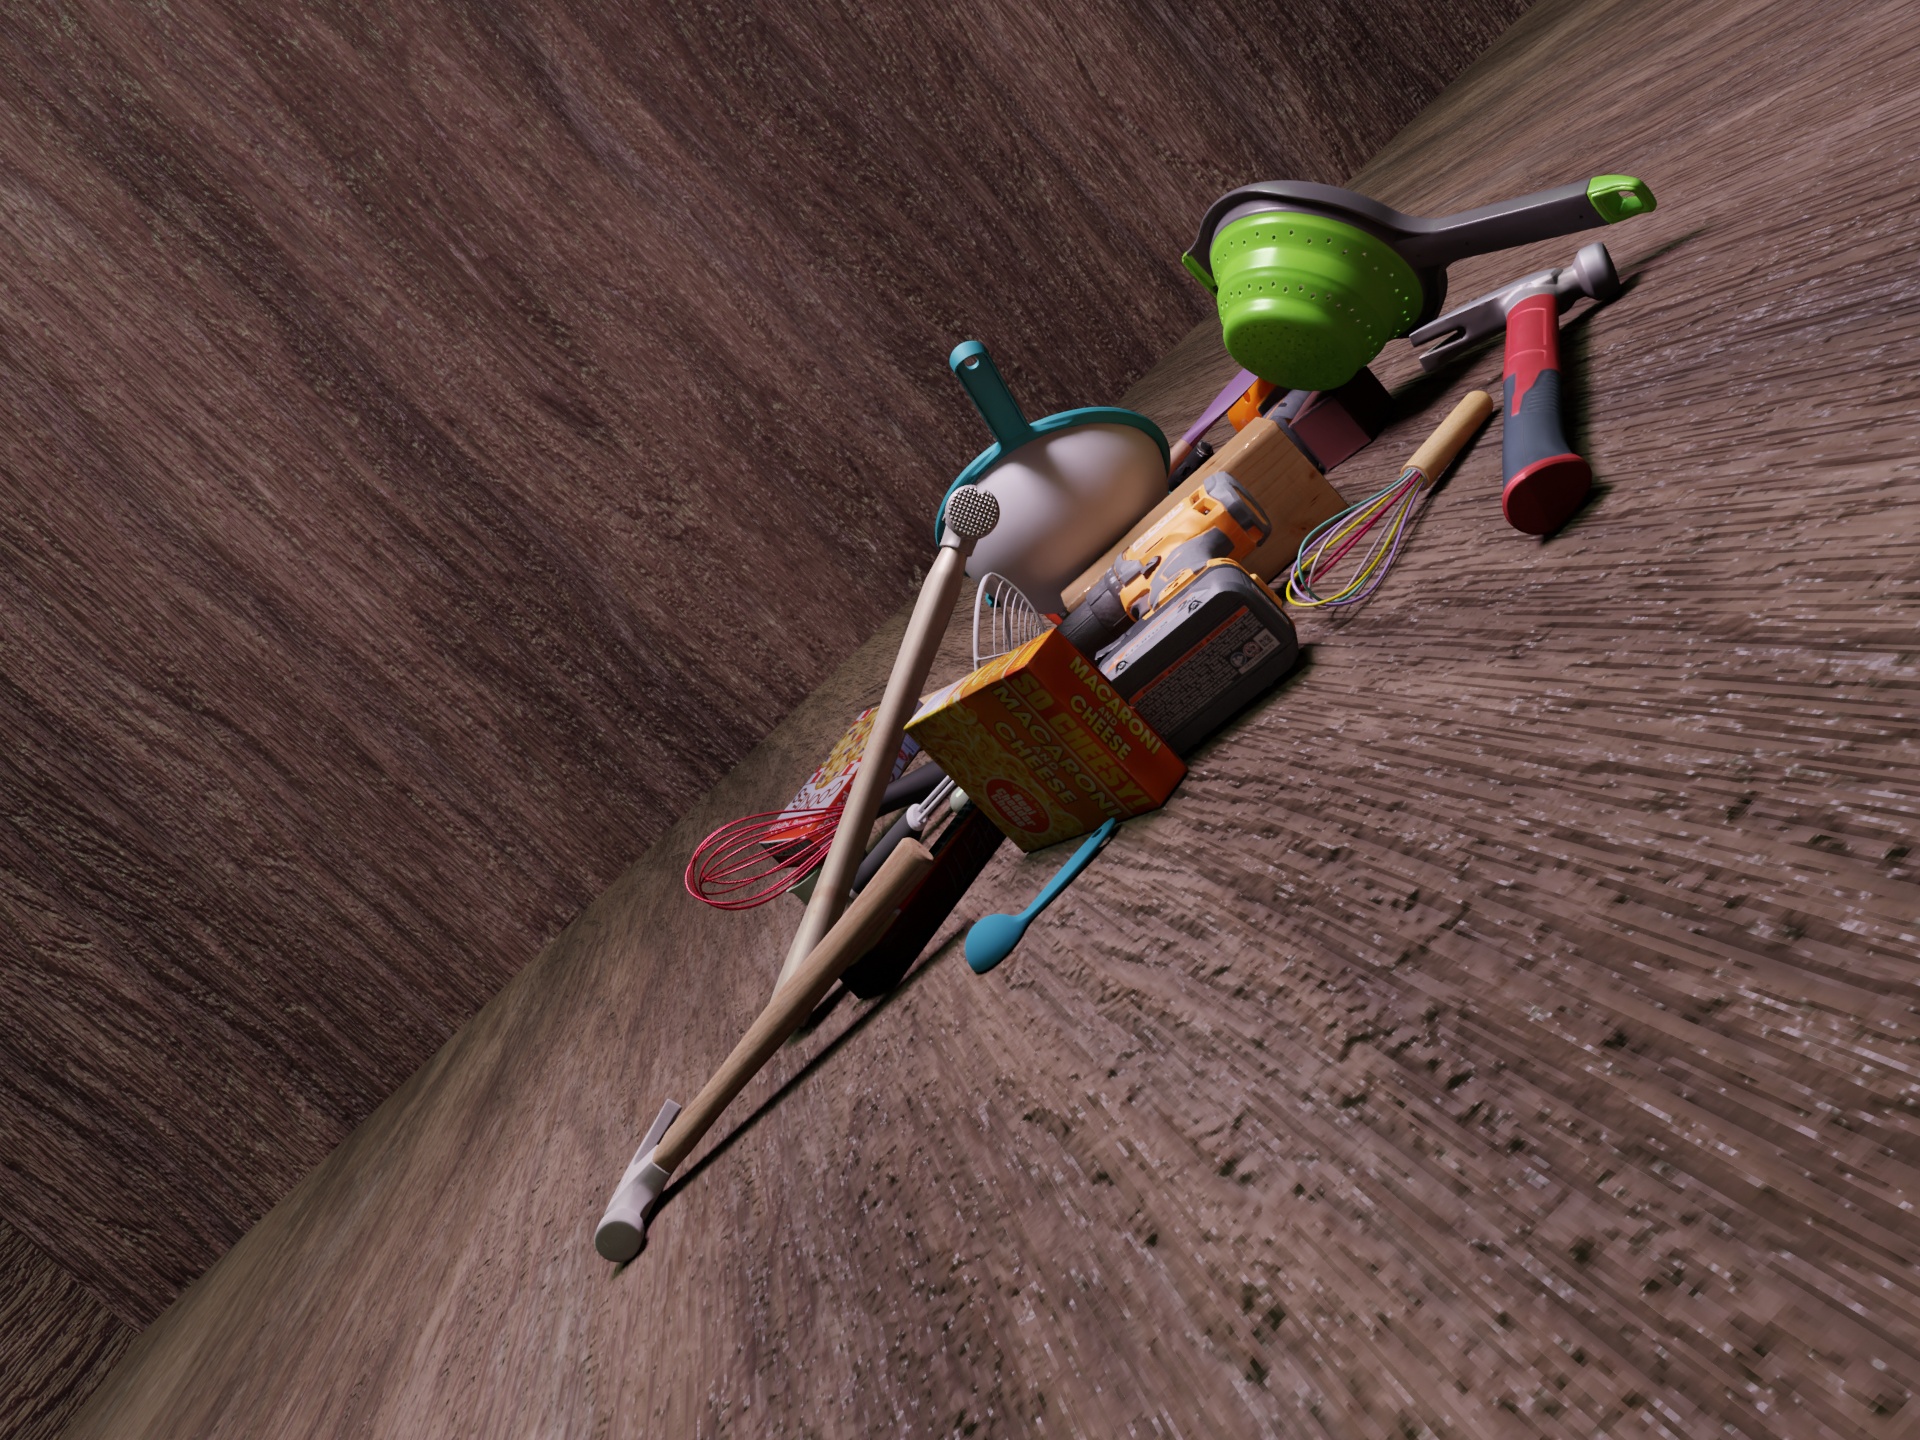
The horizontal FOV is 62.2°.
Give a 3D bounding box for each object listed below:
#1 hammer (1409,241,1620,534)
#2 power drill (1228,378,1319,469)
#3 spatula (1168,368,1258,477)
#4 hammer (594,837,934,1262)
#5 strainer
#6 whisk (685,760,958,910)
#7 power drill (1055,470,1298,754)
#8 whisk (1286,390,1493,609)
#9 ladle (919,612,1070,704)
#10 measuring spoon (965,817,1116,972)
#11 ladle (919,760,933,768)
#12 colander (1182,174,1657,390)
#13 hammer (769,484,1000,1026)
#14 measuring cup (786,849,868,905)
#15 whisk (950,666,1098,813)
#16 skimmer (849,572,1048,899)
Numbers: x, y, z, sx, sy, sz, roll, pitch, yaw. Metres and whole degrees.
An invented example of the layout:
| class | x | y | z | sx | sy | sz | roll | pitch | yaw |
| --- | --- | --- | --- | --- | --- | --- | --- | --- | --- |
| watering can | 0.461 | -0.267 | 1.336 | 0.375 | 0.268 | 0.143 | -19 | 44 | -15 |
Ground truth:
| class | x | y | z | sx | sy | sz | roll | pitch | yaw |
| --- | --- | --- | --- | --- | --- | --- | --- | --- | --- |
| hammer | 0.339 | -0.202 | 0.985 | 0.143 | 0.038 | 0.386 | -22 | 21 | 30 |
| power drill | 0.268 | -0.249 | 1.442 | 0.164 | 0.084 | 0.227 | -36 | 15 | 45 |
| spatula | 0.189 | -0.231 | 1.441 | 0.316 | 0.018 | 0.060 | -48 | 14 | 0 |
| hammer | -0.130 | 0.212 | 1.077 | 0.331 | 0.031 | 0.130 | -51 | 7 | 6 |
| strainer | 0.071 | -0.175 | 1.261 | 0.211 | 0.095 | 0.340 | -27 | -27 | 9 |
| whisk | -0.095 | 0.083 | 1.344 | 0.296 | 0.073 | 0.073 | -24 | 2 | -22 |
| power drill | 0.134 | -0.064 | 1.076 | 0.185 | 0.084 | 0.226 | -40 | 18 | 20 |
| whisk | 0.283 | -0.147 | 1.038 | 0.245 | 0.051 | 0.047 | -45 | 3 | -30 |
| ladle | 0.025 | -0.052 | 1.514 | 0.320 | 0.062 | 0.078 | -22 | 16 | 43 |
| measuring spoon | 0.047 | 0.101 | 0.976 | 0.128 | 0.021 | 0.042 | -46 | 10 | -9 |
| ladle | 0.050 | -0.030 | 1.541 | 0.315 | 0.031 | 0.069 | -47 | 15 | -30 |
| colander | 0.326 | -0.327 | 1.208 | 0.397 | 0.204 | 0.094 | 3 | 67 | 52 |
| hammer | -0.059 | 0.027 | 1.182 | 0.146 | 0.038 | 0.410 | -150 | 80 | -86 |
| measuring cup | -0.129 | 0.142 | 1.496 | 0.083 | 0.038 | 0.167 | -46 | 8 | -13 |
| whisk | 0.079 | -0.015 | 1.310 | 0.246 | 0.059 | 0.057 | -48 | -34 | -3 |
| skimmer | -0.032 | 0.032 | 1.226 | 0.363 | 0.090 | 0.127 | -50 | 23 | 44 |
